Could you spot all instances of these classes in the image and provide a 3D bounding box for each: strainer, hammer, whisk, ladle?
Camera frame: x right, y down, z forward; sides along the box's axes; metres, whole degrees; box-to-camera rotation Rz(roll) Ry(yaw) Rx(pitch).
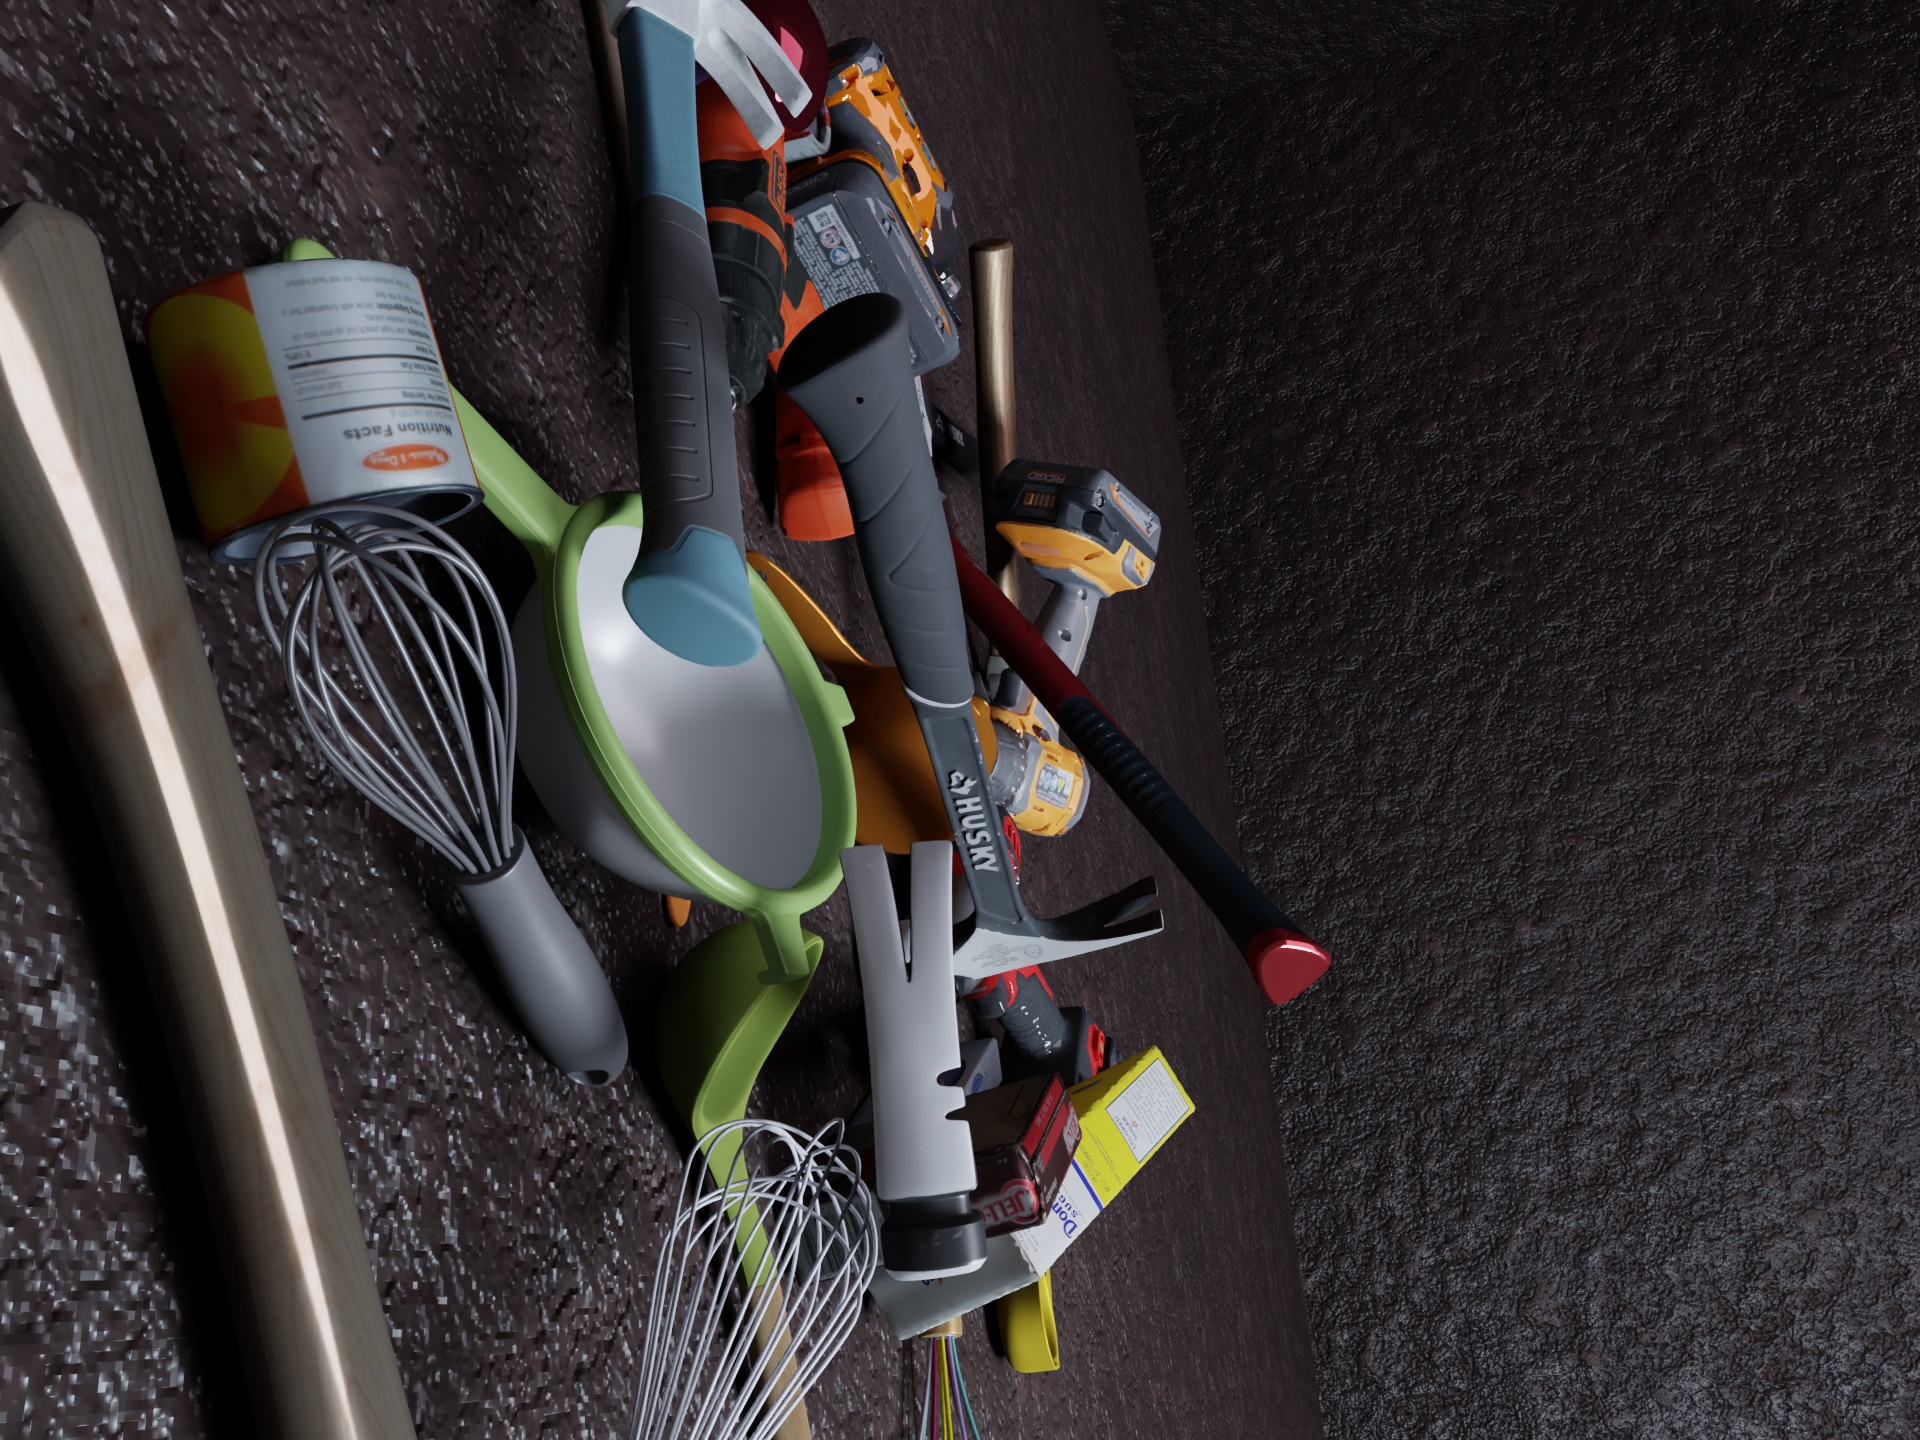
[{"bbox_3d":[-0.133,-0.031,0.502,0.256,0.069,0.152,50,25,-28],"label":"strainer"},{"bbox_3d":[0.000,-0.199,1.141,0.334,0.035,0.146,3,78,-75],"label":"hammer"},{"bbox_3d":[-0.103,-0.166,0.556,0.128,0.033,0.331,17,52,-38],"label":"hammer"},{"bbox_3d":[-0.006,0.314,0.751,0.047,0.051,0.245,47,32,-55],"label":"whisk"},{"bbox_3d":[0.025,-0.153,1.078,0.130,0.031,0.331,-63,154,-62],"label":"hammer"},{"bbox_3d":[-0.023,0.121,0.626,0.337,0.034,0.127,113,-29,-81],"label":"hammer"},{"bbox_3d":[-0.123,-0.405,0.713,0.069,0.031,0.315,3,62,-65],"label":"ladle"},{"bbox_3d":[-0.153,0.094,0.363,0.146,0.038,0.410,-35,114,-75],"label":"hammer"},{"bbox_3d":[-0.125,0.035,0.430,0.238,0.055,0.055,83,8,-48],"label":"whisk"},{"bbox_3d":[-0.001,-0.002,0.651,0.408,0.149,0.036,76,6,-52],"label":"hammer"},{"bbox_3d":[0.059,-0.010,0.850,0.387,0.038,0.143,51,9,21],"label":"hammer"},{"bbox_3d":[-0.078,0.202,0.408,0.285,0.070,0.070,-66,143,-62],"label":"whisk"},{"bbox_3d":[-0.059,0.230,0.585,0.078,0.062,0.320,-27,108,-72],"label":"ladle"}]

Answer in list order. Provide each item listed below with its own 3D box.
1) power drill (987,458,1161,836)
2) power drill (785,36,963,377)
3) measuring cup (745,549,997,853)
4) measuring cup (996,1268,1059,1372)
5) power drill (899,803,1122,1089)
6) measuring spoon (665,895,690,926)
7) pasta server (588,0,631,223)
[{"bbox_3d":[0.042,-0.047,1.000,0.185,0.084,0.226,24,80,-59],"label":"power drill"},{"bbox_3d":[-0.046,-0.275,0.905,0.164,0.084,0.227,57,22,-34],"label":"power drill"},{"bbox_3d":[-0.054,-0.005,0.751,0.173,0.095,0.052,49,36,-27],"label":"measuring cup"},{"bbox_3d":[0.039,0.336,0.956,0.156,0.029,0.062,-76,154,-83],"label":"measuring cup"},{"bbox_3d":[0.026,0.168,0.913,0.143,0.078,0.219,-77,150,-57],"label":"power drill"},{"bbox_3d":[-0.106,0.027,0.630,0.021,0.011,0.117,57,27,-56],"label":"measuring spoon"},{"bbox_3d":[-0.150,-0.350,0.678,0.060,0.040,0.316,-15,95,-81],"label":"pasta server"}]
